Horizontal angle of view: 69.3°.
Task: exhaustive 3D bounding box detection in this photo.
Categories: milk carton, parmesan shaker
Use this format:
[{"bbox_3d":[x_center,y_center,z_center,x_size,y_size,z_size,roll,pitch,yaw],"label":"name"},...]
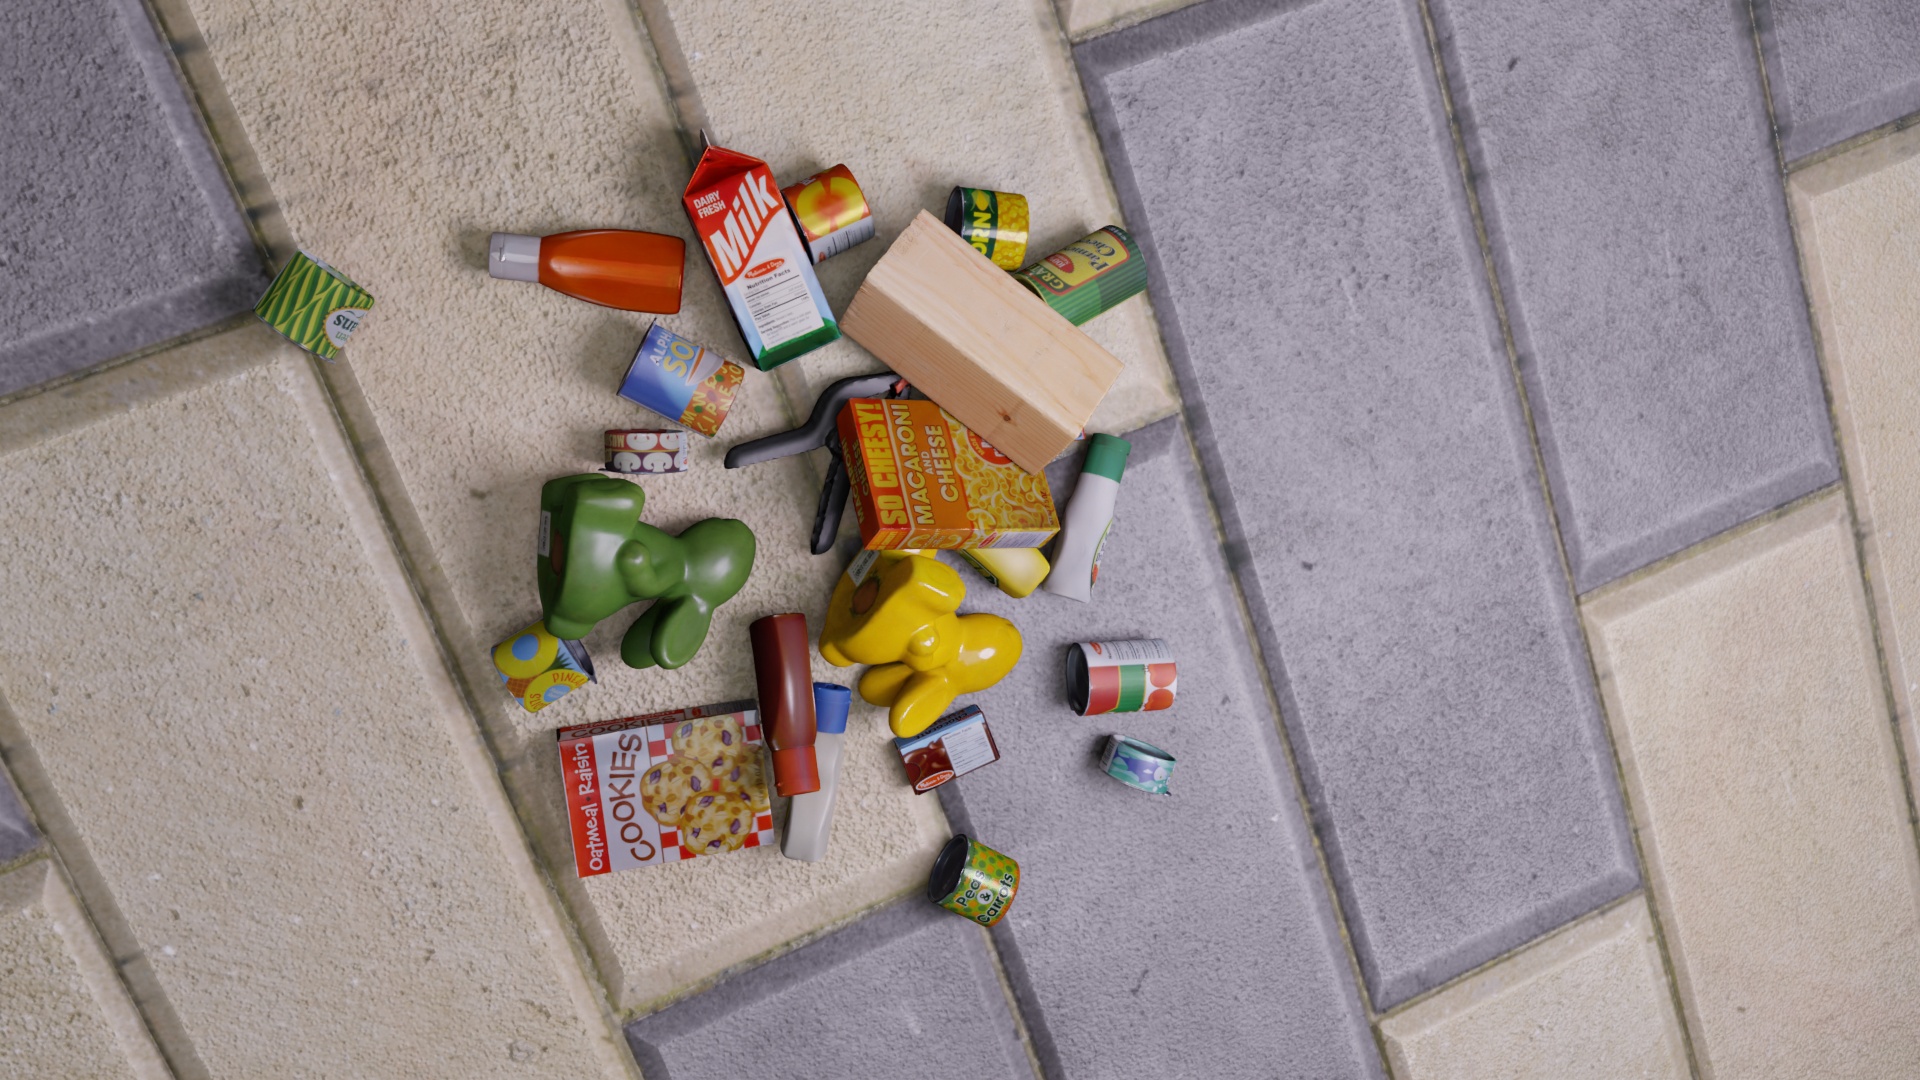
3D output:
[{"bbox_3d":[-0.169,-0.238,1.118,0.073,0.072,0.190,-25,105,-8],"label":"milk carton"},{"bbox_3d":[0.098,-0.219,1.181,0.103,0.071,0.071,-32,105,-19],"label":"parmesan shaker"}]

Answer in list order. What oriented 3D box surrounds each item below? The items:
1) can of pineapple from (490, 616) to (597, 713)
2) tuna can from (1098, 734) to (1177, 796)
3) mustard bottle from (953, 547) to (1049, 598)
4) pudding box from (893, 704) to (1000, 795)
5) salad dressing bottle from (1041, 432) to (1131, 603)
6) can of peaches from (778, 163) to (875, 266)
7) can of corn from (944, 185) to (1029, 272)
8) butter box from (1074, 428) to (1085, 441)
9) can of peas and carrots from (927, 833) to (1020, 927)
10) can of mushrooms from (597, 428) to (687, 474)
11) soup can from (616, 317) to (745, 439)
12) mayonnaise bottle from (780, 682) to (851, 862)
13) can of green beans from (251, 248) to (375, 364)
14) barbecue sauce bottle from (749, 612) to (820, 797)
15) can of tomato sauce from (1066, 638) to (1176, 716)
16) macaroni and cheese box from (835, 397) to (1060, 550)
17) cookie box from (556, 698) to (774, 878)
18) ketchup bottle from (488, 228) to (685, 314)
[{"bbox_3d":[-0.339,0.100,1.131,0.058,0.071,0.071,-31,104,-6],"label":"can of pineapple"},{"bbox_3d":[0.165,0.205,1.267,0.071,0.071,0.033,20,94,-16],"label":"tuna can"},{"bbox_3d":[0.004,-0.015,1.200,0.160,0.065,0.049,41,82,-10],"label":"mustard bottle"},{"bbox_3d":[-0.013,0.187,1.242,0.084,0.030,0.049,-23,104,-9],"label":"pudding box"},{"bbox_3d":[0.113,-0.020,1.227,0.044,0.064,0.147,16,87,6],"label":"salad dressing bottle"},{"bbox_3d":[-0.110,-0.268,1.130,0.058,0.071,0.071,-26,104,-8],"label":"can of peaches"},{"bbox_3d":[0.022,-0.259,1.160,0.058,0.071,0.071,3,98,-15],"label":"can of corn"},{"bbox_3d":[0.075,-0.135,1.216,0.053,0.024,0.103,-10,101,-11],"label":"butter box"},{"bbox_3d":[0.013,0.306,1.246,0.058,0.071,0.071,30,91,-16],"label":"can of peas and carrots"},{"bbox_3d":[-0.257,-0.072,1.124,0.071,0.071,0.033,-1,99,-13],"label":"can of mushrooms"},{"bbox_3d":[-0.224,-0.131,1.123,0.084,0.071,0.071,26,92,-16],"label":"soup can"},{"bbox_3d":[-0.124,0.199,1.203,0.041,0.065,0.148,10,92,-2],"label":"mayonnaise bottle"},{"bbox_3d":[-0.489,-0.179,1.053,0.071,0.071,0.058,37,89,-16],"label":"can of green beans"},{"bbox_3d":[-0.145,0.138,1.162,0.044,0.064,0.148,-2,77,-29],"label":"barbecue sauce bottle"},{"bbox_3d":[0.144,0.124,1.252,0.083,0.071,0.071,-2,99,-14],"label":"can of tomato sauce"},{"bbox_3d":[-0.011,-0.054,1.148,0.167,0.040,0.124,-1,63,-29],"label":"macaroni and cheese box"},{"bbox_3d":[-0.251,0.210,1.184,0.168,0.040,0.122,-8,100,-13],"label":"cookie box"},{"bbox_3d":[-0.296,-0.219,1.105,0.149,0.043,0.064,4,97,-14],"label":"ketchup bottle"}]
